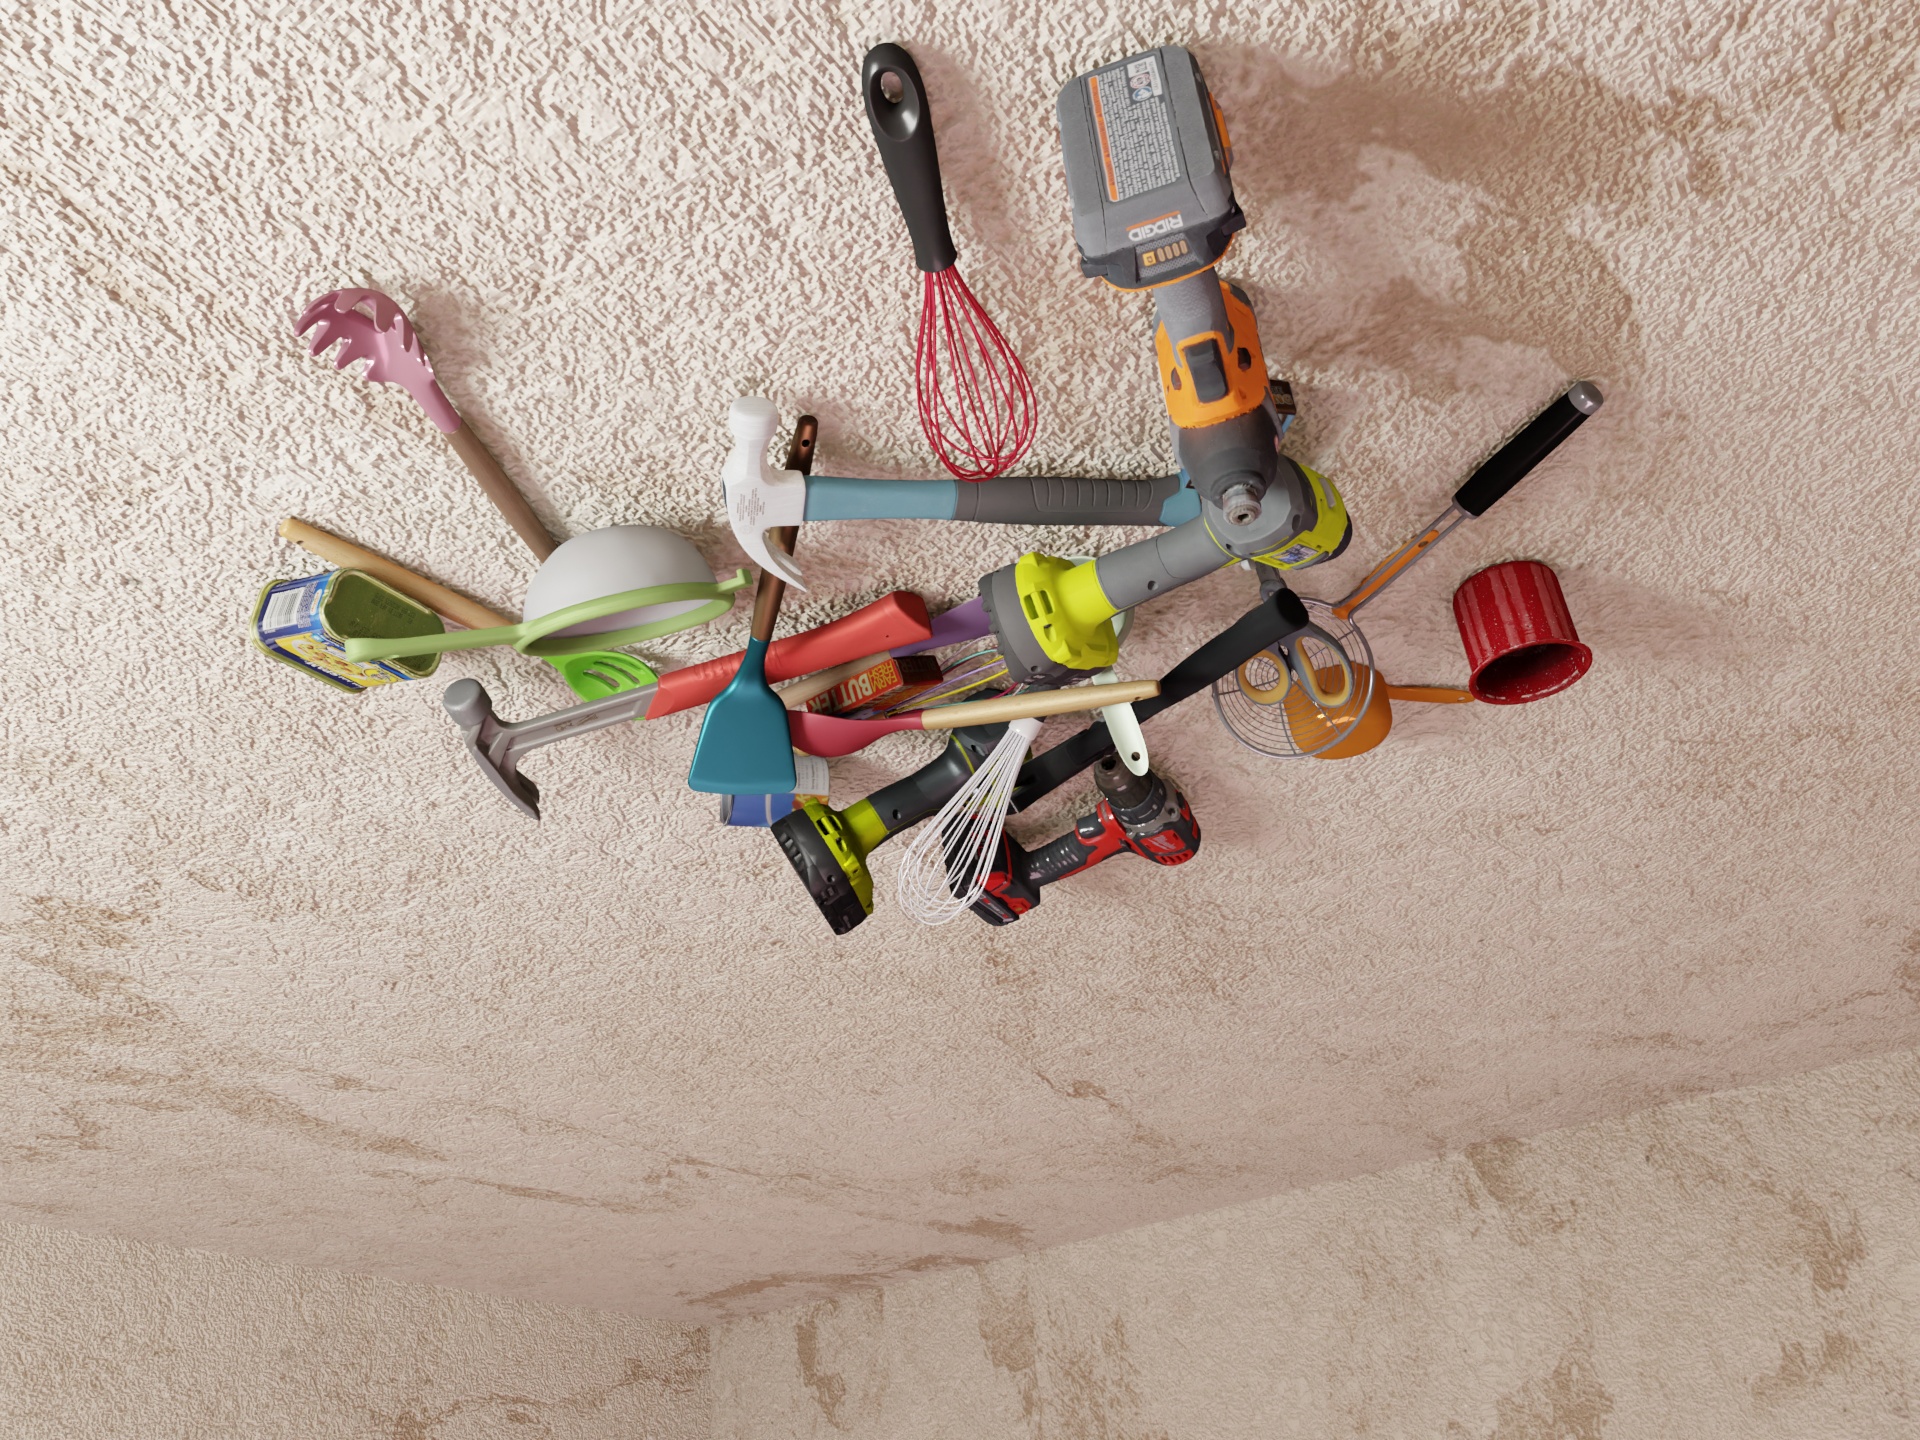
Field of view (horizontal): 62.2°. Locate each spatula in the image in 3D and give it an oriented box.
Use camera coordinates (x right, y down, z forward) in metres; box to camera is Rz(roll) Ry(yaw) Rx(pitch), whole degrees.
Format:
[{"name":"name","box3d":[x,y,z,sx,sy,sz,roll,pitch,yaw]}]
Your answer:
[{"name":"spatula","box3d":[-0.131,-0.072,1.104,0.082,0.044,0.317,2,134,-18]},{"name":"spatula","box3d":[-0.073,-0.043,1.253,0.316,0.018,0.059,-21,154,23]}]

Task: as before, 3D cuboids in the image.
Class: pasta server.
[{"name":"pasta server","box3d":[-0.308,-0.162,0.993,0.060,0.040,0.316,1,152,13]}]

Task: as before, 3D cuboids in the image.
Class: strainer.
[{"name":"strainer","box3d":[-0.277,-0.085,1.050,0.256,0.069,0.151,-10,175,-31]}]

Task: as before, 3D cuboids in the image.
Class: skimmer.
[{"name":"skimmer","box3d":[0.320,-0.102,1.152,0.127,0.090,0.363,36,136,-5]}]

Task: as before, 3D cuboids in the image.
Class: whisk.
[{"name":"whisk","box3d":[-0.008,-0.244,0.893,0.073,0.073,0.295,-10,143,7]},{"name":"whisk","box3d":[0.035,0.032,1.221,0.070,0.070,0.284,25,96,-41]},{"name":"whisk","box3d":[-0.038,-0.015,1.290,0.245,0.047,0.051,-21,135,31]}]

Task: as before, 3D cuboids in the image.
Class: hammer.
[{"name":"hammer","box3d":[-0.194,-0.021,1.204,0.359,0.037,0.149,-16,141,4]},{"name":"hammer","box3d":[0.148,-0.016,1.201,0.146,0.035,0.334,-29,175,-33]},{"name":"hammer","box3d":[0.008,-0.146,1.048,0.331,0.033,0.128,-2,130,-17]}]

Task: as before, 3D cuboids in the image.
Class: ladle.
[{"name":"ladle","box3d":[-0.002,-0.004,1.173,0.315,0.031,0.069,-8,154,26]}]

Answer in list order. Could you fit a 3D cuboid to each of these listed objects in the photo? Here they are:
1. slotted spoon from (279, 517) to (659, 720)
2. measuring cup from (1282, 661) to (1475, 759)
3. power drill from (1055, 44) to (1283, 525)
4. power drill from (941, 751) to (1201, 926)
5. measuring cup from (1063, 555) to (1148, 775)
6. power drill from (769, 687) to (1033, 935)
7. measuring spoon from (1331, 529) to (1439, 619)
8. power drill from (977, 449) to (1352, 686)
[{"name":"slotted spoon","box3d":[-0.342,-0.072,1.149,0.070,0.031,0.313,-28,141,32]},{"name":"measuring cup","box3d":[0.365,-0.003,1.362,0.173,0.052,0.095,1,149,-8]},{"name":"power drill","box3d":[0.123,-0.218,0.851,0.084,0.164,0.226,-14,146,15]},{"name":"power drill","box3d":[0.097,0.103,1.477,0.226,0.080,0.187,-20,147,17]},{"name":"measuring cup","box3d":[0.106,-0.038,1.157,0.083,0.168,0.038,-22,171,16]},{"name":"power drill","box3d":[-0.036,0.081,1.347,0.223,0.080,0.171,-32,151,-8]},{"name":"measuring spoon","box3d":[0.325,-0.109,1.217,0.021,0.011,0.117,11,146,-26]},{"name":"power drill","box3d":[0.145,-0.100,1.051,0.228,0.080,0.190,-24,169,24]}]
